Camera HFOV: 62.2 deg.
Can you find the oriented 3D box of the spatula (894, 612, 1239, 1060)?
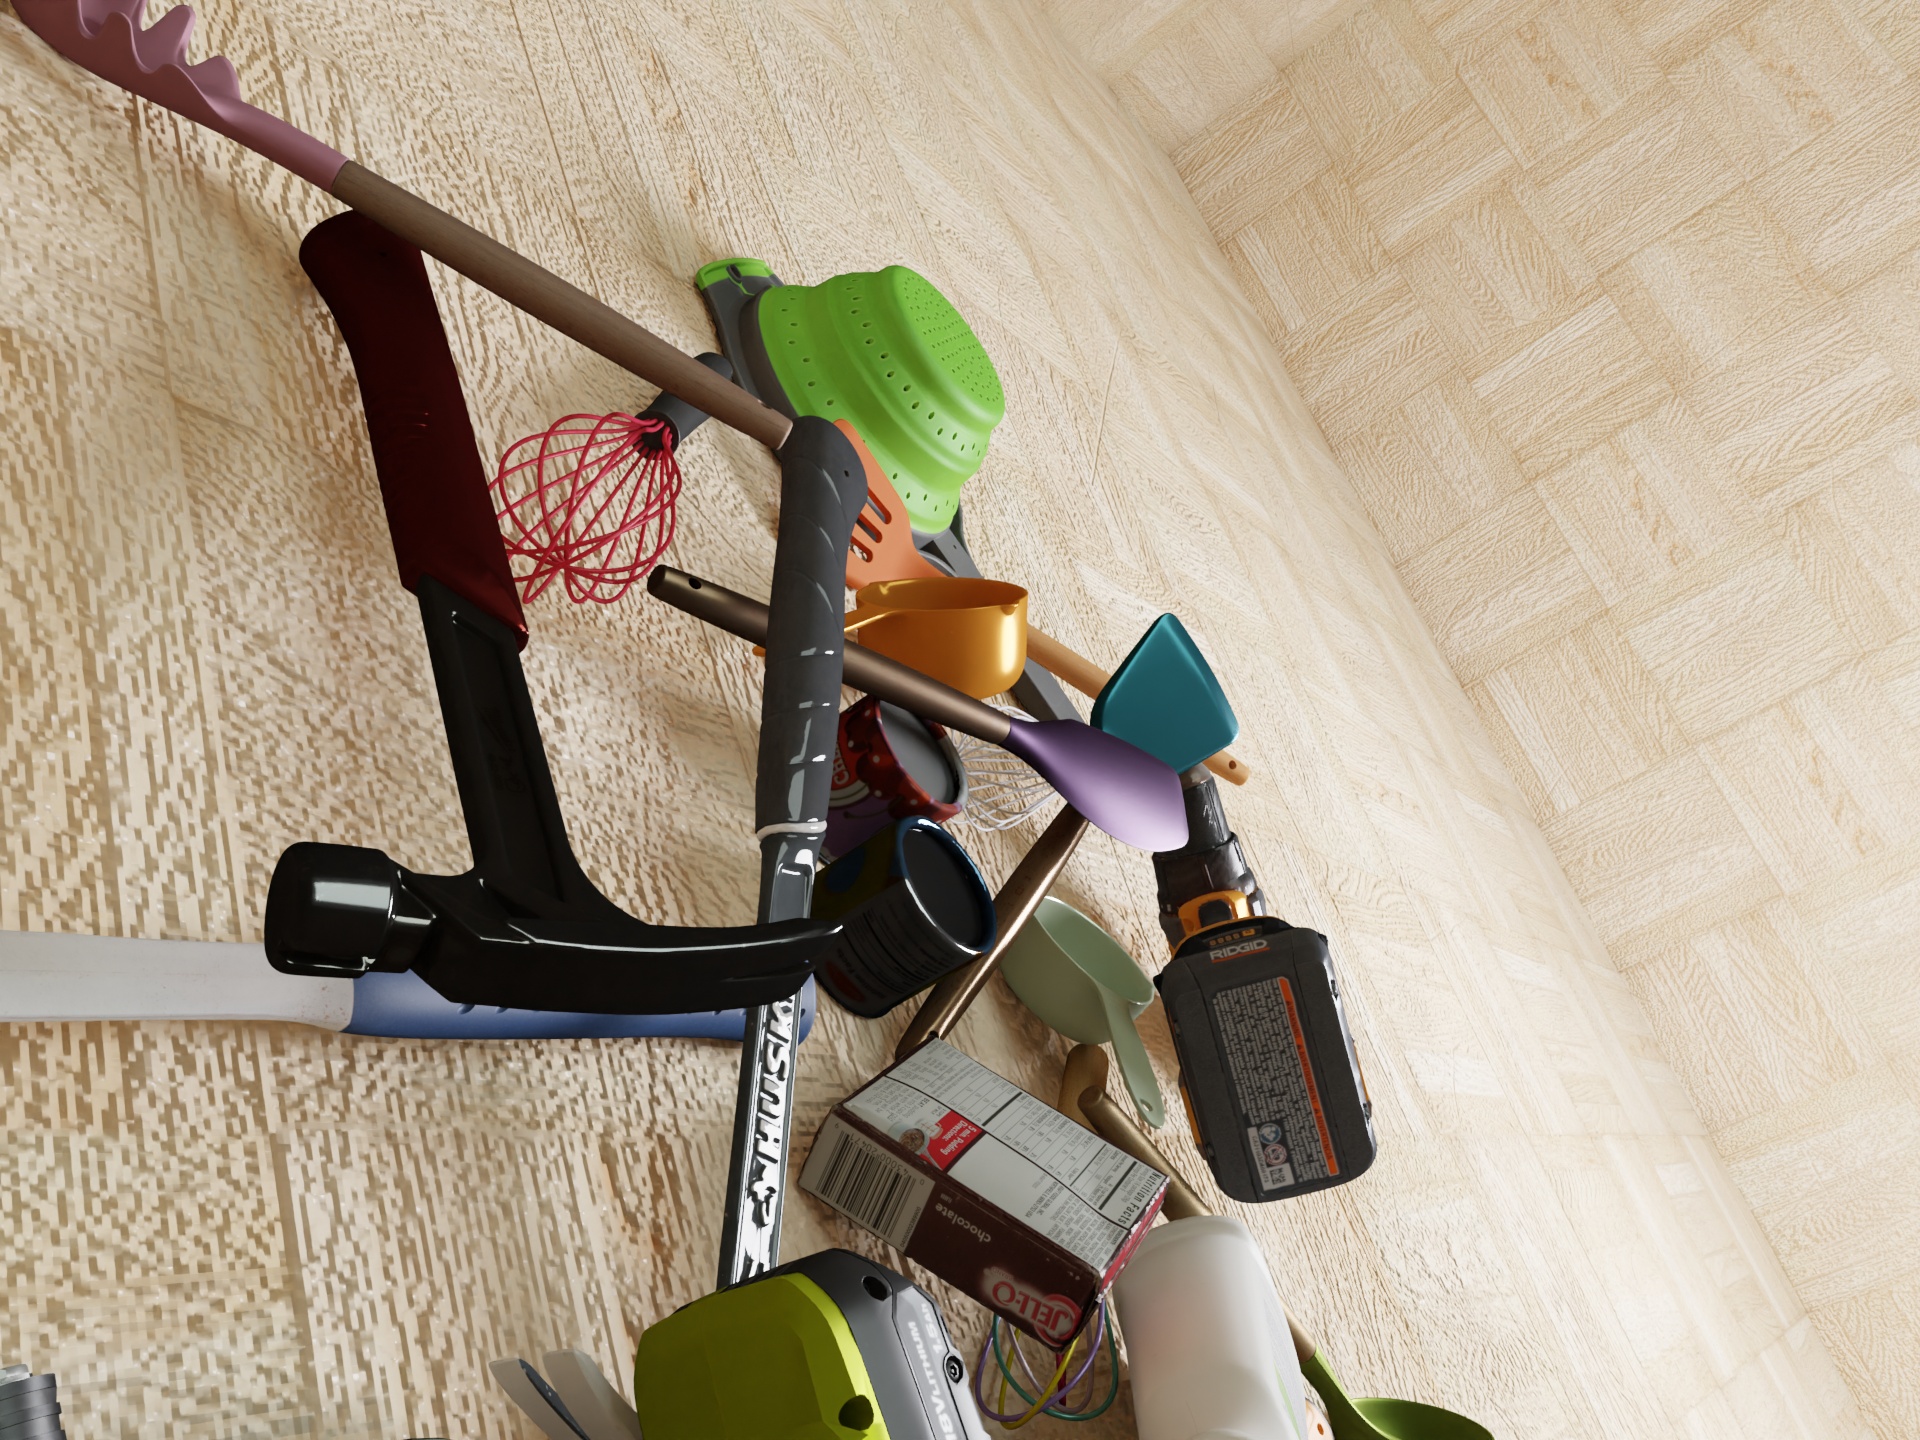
[{"bbox_3d":[0.052,0.056,0.754,0.082,0.044,0.317,58,38,-14],"label":"spatula"}]

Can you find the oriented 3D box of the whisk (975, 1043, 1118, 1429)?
[{"bbox_3d":[0.047,0.200,0.658,0.245,0.051,0.047,-63,161,-70],"label":"whisk"}]

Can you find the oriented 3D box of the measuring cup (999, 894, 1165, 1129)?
[{"bbox_3d":[0.058,0.141,0.725,0.083,0.038,0.168,34,16,-21],"label":"measuring cup"}]

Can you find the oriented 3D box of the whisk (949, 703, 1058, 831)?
[{"bbox_3d":[0.060,0.025,0.877,0.284,0.070,0.070,1,59,-60],"label":"whisk"}]

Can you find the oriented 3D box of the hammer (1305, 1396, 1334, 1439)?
[{"bbox_3d":[0.092,0.346,0.585,0.127,0.034,0.337,60,23,3],"label":"hammer"}]

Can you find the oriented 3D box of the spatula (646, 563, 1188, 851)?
[{"bbox_3d":[-0.001,-0.002,0.695,0.315,0.018,0.060,24,49,-38],"label":"spatula"}]

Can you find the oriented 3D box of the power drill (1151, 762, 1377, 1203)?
[{"bbox_3d":[0.138,0.120,0.808,0.226,0.084,0.185,-67,142,-82],"label":"power drill"}]

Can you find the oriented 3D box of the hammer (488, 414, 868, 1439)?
[{"bbox_3d":[-0.063,0.052,0.538,0.149,0.036,0.409,41,39,-43],"label":"hammer"}]

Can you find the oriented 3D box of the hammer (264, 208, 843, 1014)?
[{"bbox_3d":[-0.157,-0.059,0.514,0.149,0.036,0.359,10,39,-37],"label":"hammer"}]

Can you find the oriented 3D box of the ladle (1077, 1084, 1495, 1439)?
[{"bbox_3d":[0.151,0.265,0.736,0.062,0.078,0.320,-49,115,-25],"label":"ladle"}]

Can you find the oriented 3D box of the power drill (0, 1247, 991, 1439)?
[{"bbox_3d":[-0.081,0.186,0.299,0.223,0.080,0.171,5,60,-56],"label":"power drill"}]

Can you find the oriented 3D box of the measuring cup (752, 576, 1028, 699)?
[{"bbox_3d":[-0.036,-0.030,0.777,0.173,0.095,0.052,-21,116,-47],"label":"measuring cup"}]

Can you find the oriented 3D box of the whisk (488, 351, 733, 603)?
[{"bbox_3d":[-0.139,-0.119,0.694,0.073,0.073,0.296,50,19,-17],"label":"whisk"}]

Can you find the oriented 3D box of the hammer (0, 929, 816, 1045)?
[{"bbox_3d":[-0.174,0.062,0.415,0.405,0.035,0.144,17,46,-57],"label":"hammer"}]

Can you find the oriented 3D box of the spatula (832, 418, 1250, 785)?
[{"bbox_3d":[0.041,-0.047,0.890,0.322,0.041,0.081,31,68,-17],"label":"spatula"}]

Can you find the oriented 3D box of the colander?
[{"bbox_3d":[0.007,-0.132,0.948,0.397,0.094,0.204,54,23,-7],"label":"colander"}]

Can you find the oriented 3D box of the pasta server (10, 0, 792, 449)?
[{"bbox_3d":[-0.198,-0.191,0.583,0.316,0.040,0.060,29,22,-15],"label":"pasta server"}]
